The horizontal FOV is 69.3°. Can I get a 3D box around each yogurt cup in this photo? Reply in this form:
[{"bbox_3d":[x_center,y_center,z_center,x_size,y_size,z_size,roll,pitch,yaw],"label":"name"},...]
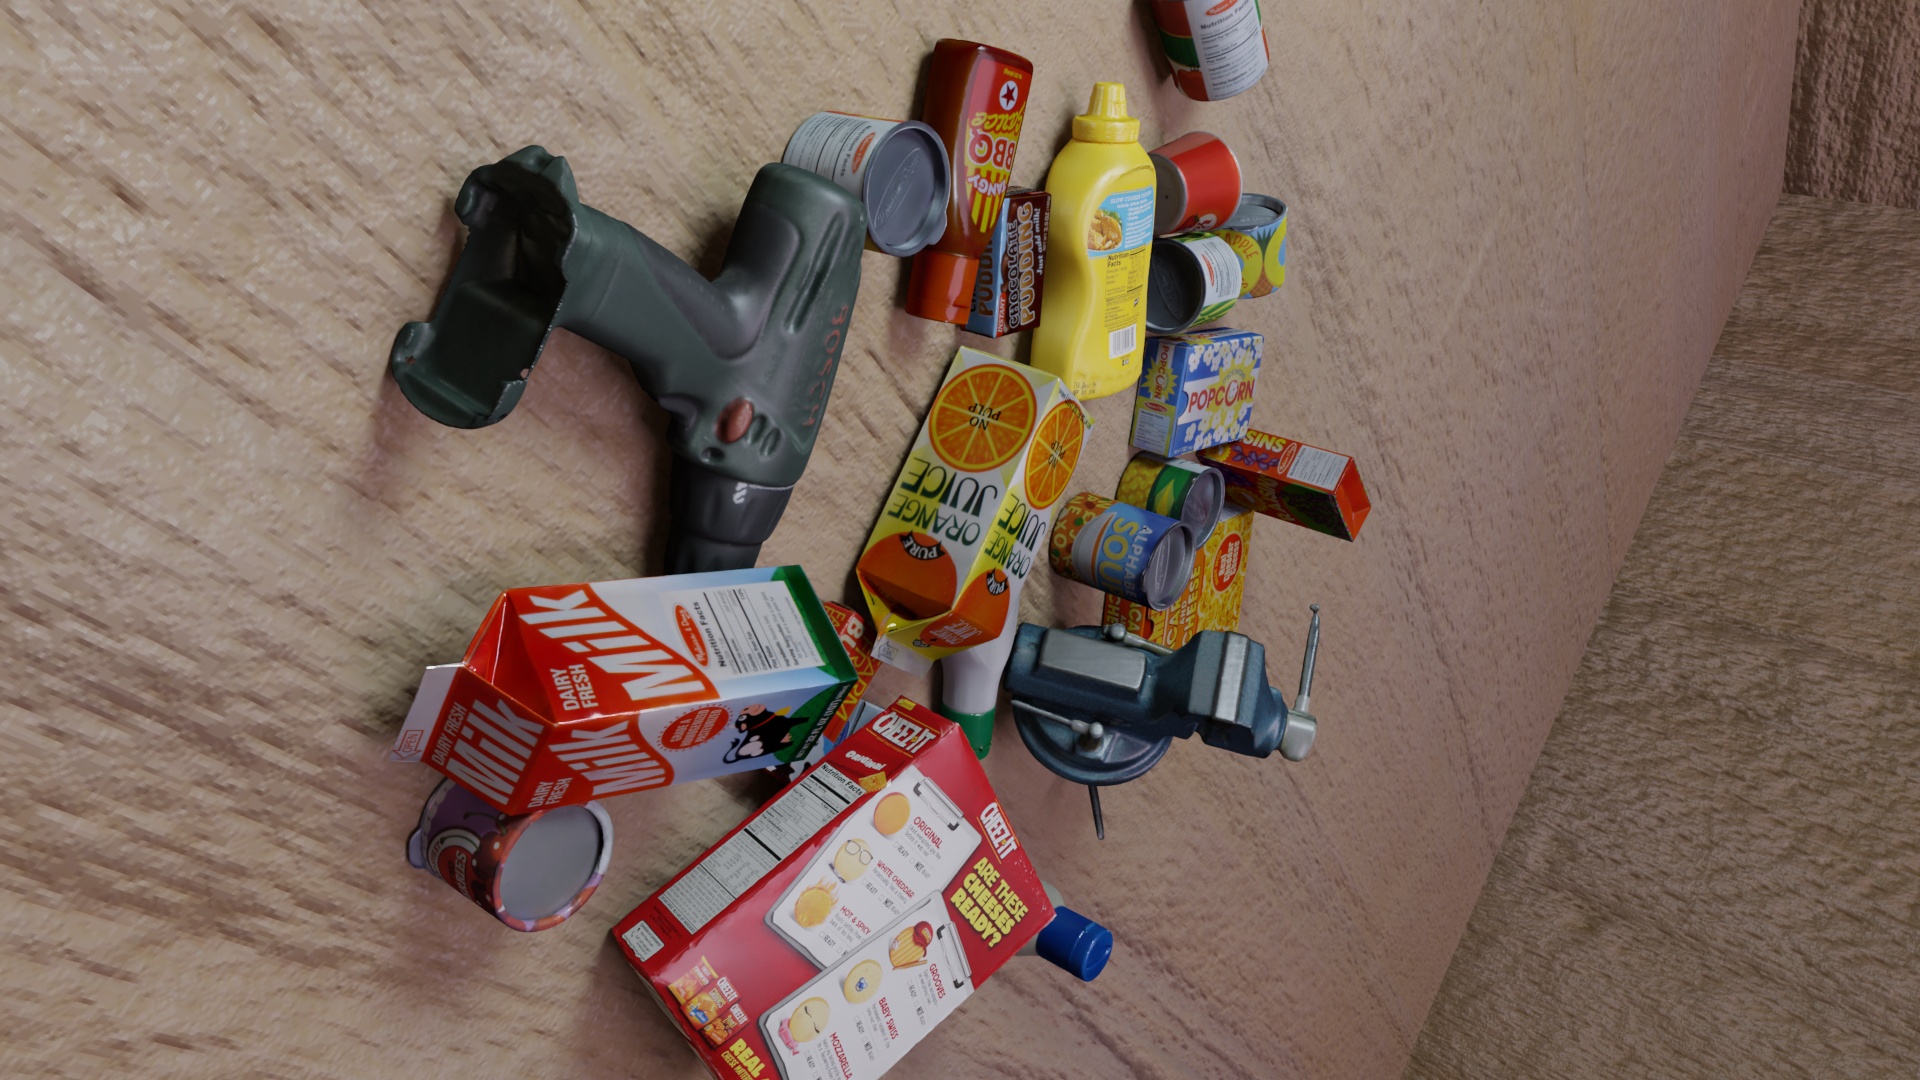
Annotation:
[{"bbox_3d":[0.148,-0.238,0.937,0.054,0.072,0.072,-24,125,-37],"label":"yogurt cup"}]

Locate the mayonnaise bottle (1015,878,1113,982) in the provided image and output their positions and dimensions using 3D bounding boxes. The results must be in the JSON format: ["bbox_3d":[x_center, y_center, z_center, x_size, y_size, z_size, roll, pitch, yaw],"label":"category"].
[{"bbox_3d":[0.031,0.248,0.936,0.065,0.148,0.041,-19,121,-49],"label":"mayonnaise bottle"}]

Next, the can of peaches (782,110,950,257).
[{"bbox_3d":[-0.047,-0.179,0.700,0.071,0.058,0.071,-29,128,-45],"label":"can of peaches"}]

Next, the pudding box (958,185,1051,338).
[{"bbox_3d":[0.026,-0.167,0.831,0.050,0.030,0.083,-20,122,-47],"label":"pudding box"}]

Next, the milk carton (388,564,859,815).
[{"bbox_3d":[-0.151,0.066,0.623,0.191,0.074,0.072,-4,142,-40],"label":"milk carton"}]

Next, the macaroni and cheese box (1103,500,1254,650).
[{"bbox_3d":[0.179,0.045,1.136,0.167,0.040,0.123,-22,122,-48],"label":"macaroni and cheese box"}]

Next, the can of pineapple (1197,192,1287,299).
[{"bbox_3d":[0.206,-0.216,1.023,0.071,0.071,0.057,-38,135,-38],"label":"can of pineapple"}]

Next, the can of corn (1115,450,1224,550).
[{"bbox_3d":[0.158,-0.028,1.056,0.071,0.058,0.070,-29,129,-44],"label":"can of corn"}]

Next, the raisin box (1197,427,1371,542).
[{"bbox_3d":[0.265,-0.050,1.136,0.040,0.123,0.086,-61,145,-12],"label":"raisin box"}]

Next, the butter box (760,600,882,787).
[{"bbox_3d":[-0.084,0.091,0.809,0.104,0.024,0.053,-59,145,-15],"label":"butter box"}]

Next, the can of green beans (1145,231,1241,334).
[{"bbox_3d":[0.154,-0.180,0.968,0.058,0.071,0.071,-23,124,-50],"label":"can of green beans"}]

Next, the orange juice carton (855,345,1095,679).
[{"bbox_3d":[0.003,-0.010,0.834,0.193,0.073,0.071,-65,152,-7],"label":"orange juice carton"}]

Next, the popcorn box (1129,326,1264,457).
[{"bbox_3d":[0.183,-0.116,1.067,0.127,0.038,0.085,-16,120,-50],"label":"popcorn box"}]

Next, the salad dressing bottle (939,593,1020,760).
[{"bbox_3d":[0.009,0.074,0.914,0.064,0.044,0.147,-21,124,-50],"label":"salad dressing bottle"}]

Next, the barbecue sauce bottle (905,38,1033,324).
[{"bbox_3d":[0.000,-0.196,0.769,0.065,0.044,0.148,-6,111,-54],"label":"barbecue sauce bottle"}]

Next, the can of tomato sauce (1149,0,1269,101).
[{"bbox_3d":[0.161,-0.340,0.903,0.071,0.071,0.082,-57,144,-19],"label":"can of tomato sauce"}]

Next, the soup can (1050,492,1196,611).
[{"bbox_3d":[0.114,0.007,0.990,0.072,0.084,0.071,-28,128,-45],"label":"soup can"}]

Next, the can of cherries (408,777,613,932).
[{"bbox_3d":[-0.205,0.139,0.636,0.072,0.058,0.071,-29,128,-45],"label":"can of cherries"}]

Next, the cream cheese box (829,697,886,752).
[{"bbox_3d":[-0.051,0.133,0.875,0.103,0.024,0.053,33,78,-55],"label":"cream cheese box"}]
